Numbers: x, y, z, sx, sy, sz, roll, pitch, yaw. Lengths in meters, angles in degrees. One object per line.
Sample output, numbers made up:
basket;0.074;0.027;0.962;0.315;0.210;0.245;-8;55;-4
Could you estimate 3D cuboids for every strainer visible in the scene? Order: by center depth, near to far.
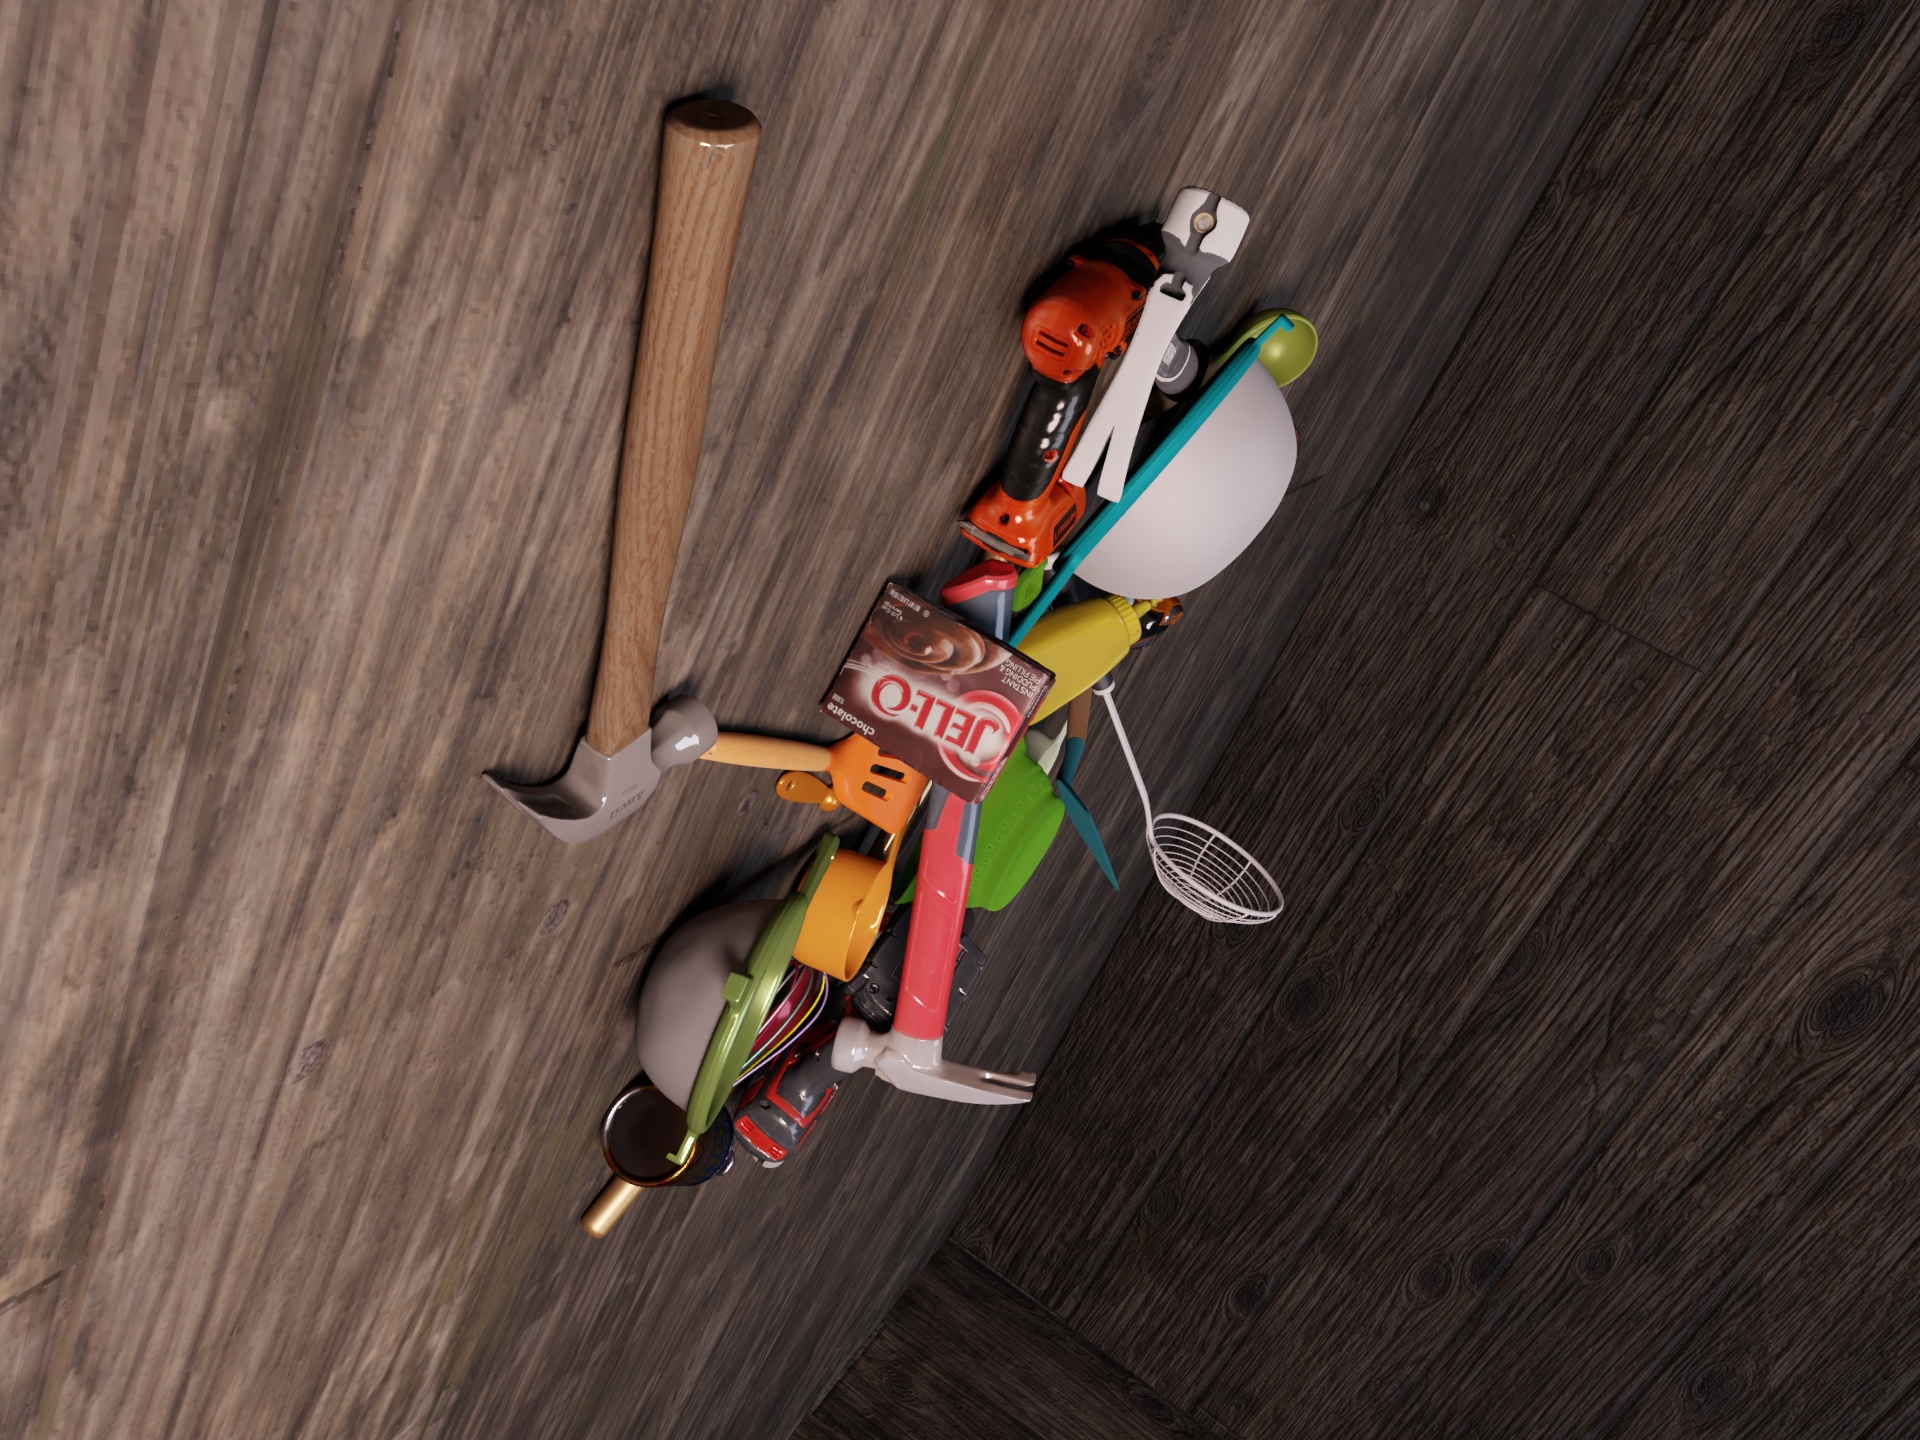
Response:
strainer;-0.138;0.134;0.979;0.256;0.069;0.151;-67;178;-58
strainer;0.127;-0.110;1.087;0.340;0.095;0.211;-52;-177;-20

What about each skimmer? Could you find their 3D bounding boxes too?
skimmer;0.160;0.013;1.254;0.090;0.363;0.127;-20;-154;8

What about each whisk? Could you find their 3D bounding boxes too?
whisk;-0.183;0.259;1.125;0.245;0.051;0.047;-50;143;-14

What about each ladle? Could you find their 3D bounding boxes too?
ladle;-0.074;0.122;1.194;0.315;0.031;0.069;-59;171;6
ladle;0.197;-0.263;1.256;0.320;0.062;0.078;-38;164;-47

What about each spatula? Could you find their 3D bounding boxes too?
spatula;-0.084;0.025;0.943;0.081;0.041;0.322;-65;164;3
spatula;0.106;0.001;1.290;0.318;0.044;0.082;-80;153;-48

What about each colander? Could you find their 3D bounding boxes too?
colander;0.039;0.037;1.275;0.204;0.094;0.396;-45;161;-41

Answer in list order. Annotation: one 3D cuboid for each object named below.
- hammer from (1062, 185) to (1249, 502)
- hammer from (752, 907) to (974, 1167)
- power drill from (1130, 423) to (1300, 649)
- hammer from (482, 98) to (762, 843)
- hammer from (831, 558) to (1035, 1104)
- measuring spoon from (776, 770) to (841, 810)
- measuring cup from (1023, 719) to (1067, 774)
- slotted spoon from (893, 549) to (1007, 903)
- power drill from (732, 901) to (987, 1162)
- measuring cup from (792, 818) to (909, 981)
hammer;0.122;-0.208;0.935;0.409;0.036;0.149;-44;158;-76
hammer;-0.078;0.271;1.500;0.335;0.035;0.146;-42;159;-49
power drill;0.182;-0.165;1.298;0.226;0.084;0.164;-51;168;16
hammer;-0.123;-0.076;0.618;0.130;0.031;0.331;-44;160;-46
hammer;0.008;0.083;1.039;0.038;0.143;0.386;-69;170;-65
measuring spoon;-0.094;0.046;1.011;0.021;0.011;0.117;-58;166;-1
measuring cup;0.079;0.004;1.463;0.167;0.038;0.083;-60;166;-2
slotted spoon;-0.002;-0.004;1.107;0.070;0.031;0.313;-81;-176;-63
power drill;-0.078;0.234;1.256;0.226;0.080;0.188;-47;-176;36
measuring cup;-0.073;0.095;1.125;0.095;0.052;0.174;76;32;-72
